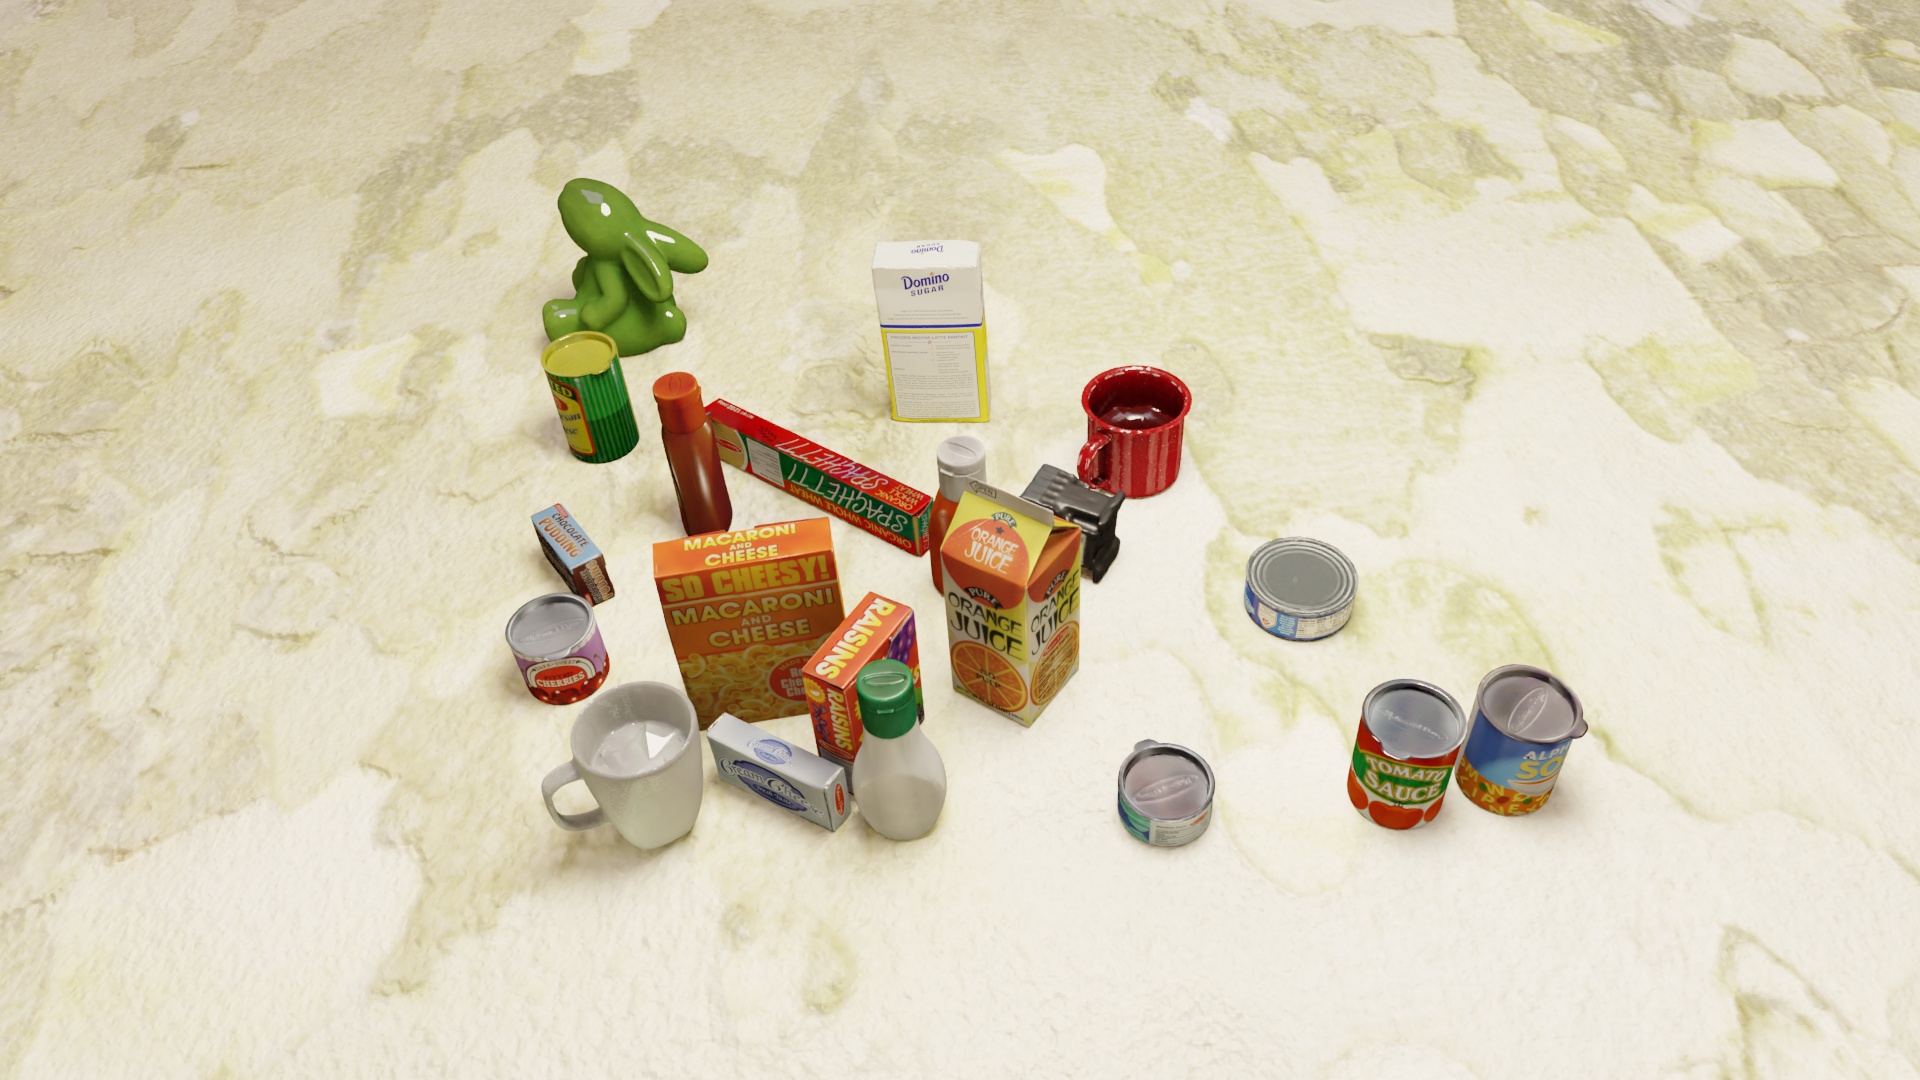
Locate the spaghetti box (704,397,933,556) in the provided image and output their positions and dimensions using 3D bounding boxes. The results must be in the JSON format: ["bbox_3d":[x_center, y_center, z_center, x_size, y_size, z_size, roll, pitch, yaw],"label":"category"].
[{"bbox_3d":[-0.126,-0.057,1.202,0.250,0.049,0.029,25,51,27],"label":"spaghetti box"}]

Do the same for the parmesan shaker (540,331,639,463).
[{"bbox_3d":[-0.331,-0.127,1.252,0.071,0.102,0.072,-2,44,2],"label":"parmesan shaker"}]

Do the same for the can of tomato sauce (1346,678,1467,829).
[{"bbox_3d":[0.298,0.146,0.935,0.071,0.082,0.071,-2,44,2],"label":"can of tomato sauce"}]

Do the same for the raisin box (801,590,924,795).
[{"bbox_3d":[-0.065,0.109,0.972,0.040,0.122,0.086,21,49,24],"label":"raisin box"}]

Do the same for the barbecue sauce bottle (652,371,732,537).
[{"bbox_3d":[-0.222,-0.071,1.154,0.044,0.147,0.065,-8,44,-4],"label":"barbecue sauce bottle"}]

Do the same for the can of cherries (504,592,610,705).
[{"bbox_3d":[-0.307,0.085,1.062,0.071,0.058,0.072,-2,44,2],"label":"can of cherries"}]

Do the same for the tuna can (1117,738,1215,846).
[{"bbox_3d":[0.140,0.173,0.955,0.071,0.032,0.071,-2,44,2],"label":"tuna can"}]

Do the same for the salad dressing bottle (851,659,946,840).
[{"bbox_3d":[-0.043,0.140,0.921,0.064,0.146,0.044,-4,44,1],"label":"salad dressing bottle"}]

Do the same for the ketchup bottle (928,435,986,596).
[{"bbox_3d":[0.004,-0.013,1.076,0.065,0.148,0.044,25,51,27],"label":"ketchup bottle"}]

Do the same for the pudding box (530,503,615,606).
[{"bbox_3d":[-0.319,0.012,1.145,0.030,0.049,0.084,-29,49,-23],"label":"pudding box"}]

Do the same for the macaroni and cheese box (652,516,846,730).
[{"bbox_3d":[-0.144,0.062,0.996,0.124,0.165,0.040,-9,44,-5],"label":"macaroni and cheese box"}]

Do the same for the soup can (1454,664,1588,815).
[{"bbox_3d":[0.377,0.137,0.938,0.071,0.083,0.072,-2,44,2],"label":"soup can"}]

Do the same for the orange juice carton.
[{"bbox_3d":[0.037,0.037,0.990,0.072,0.191,0.073,24,50,26],"label":"orange juice carton"}]

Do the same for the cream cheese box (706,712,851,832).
[{"bbox_3d":[-0.127,0.162,0.971,0.104,0.053,0.024,20,49,23],"label":"cream cheese box"}]
